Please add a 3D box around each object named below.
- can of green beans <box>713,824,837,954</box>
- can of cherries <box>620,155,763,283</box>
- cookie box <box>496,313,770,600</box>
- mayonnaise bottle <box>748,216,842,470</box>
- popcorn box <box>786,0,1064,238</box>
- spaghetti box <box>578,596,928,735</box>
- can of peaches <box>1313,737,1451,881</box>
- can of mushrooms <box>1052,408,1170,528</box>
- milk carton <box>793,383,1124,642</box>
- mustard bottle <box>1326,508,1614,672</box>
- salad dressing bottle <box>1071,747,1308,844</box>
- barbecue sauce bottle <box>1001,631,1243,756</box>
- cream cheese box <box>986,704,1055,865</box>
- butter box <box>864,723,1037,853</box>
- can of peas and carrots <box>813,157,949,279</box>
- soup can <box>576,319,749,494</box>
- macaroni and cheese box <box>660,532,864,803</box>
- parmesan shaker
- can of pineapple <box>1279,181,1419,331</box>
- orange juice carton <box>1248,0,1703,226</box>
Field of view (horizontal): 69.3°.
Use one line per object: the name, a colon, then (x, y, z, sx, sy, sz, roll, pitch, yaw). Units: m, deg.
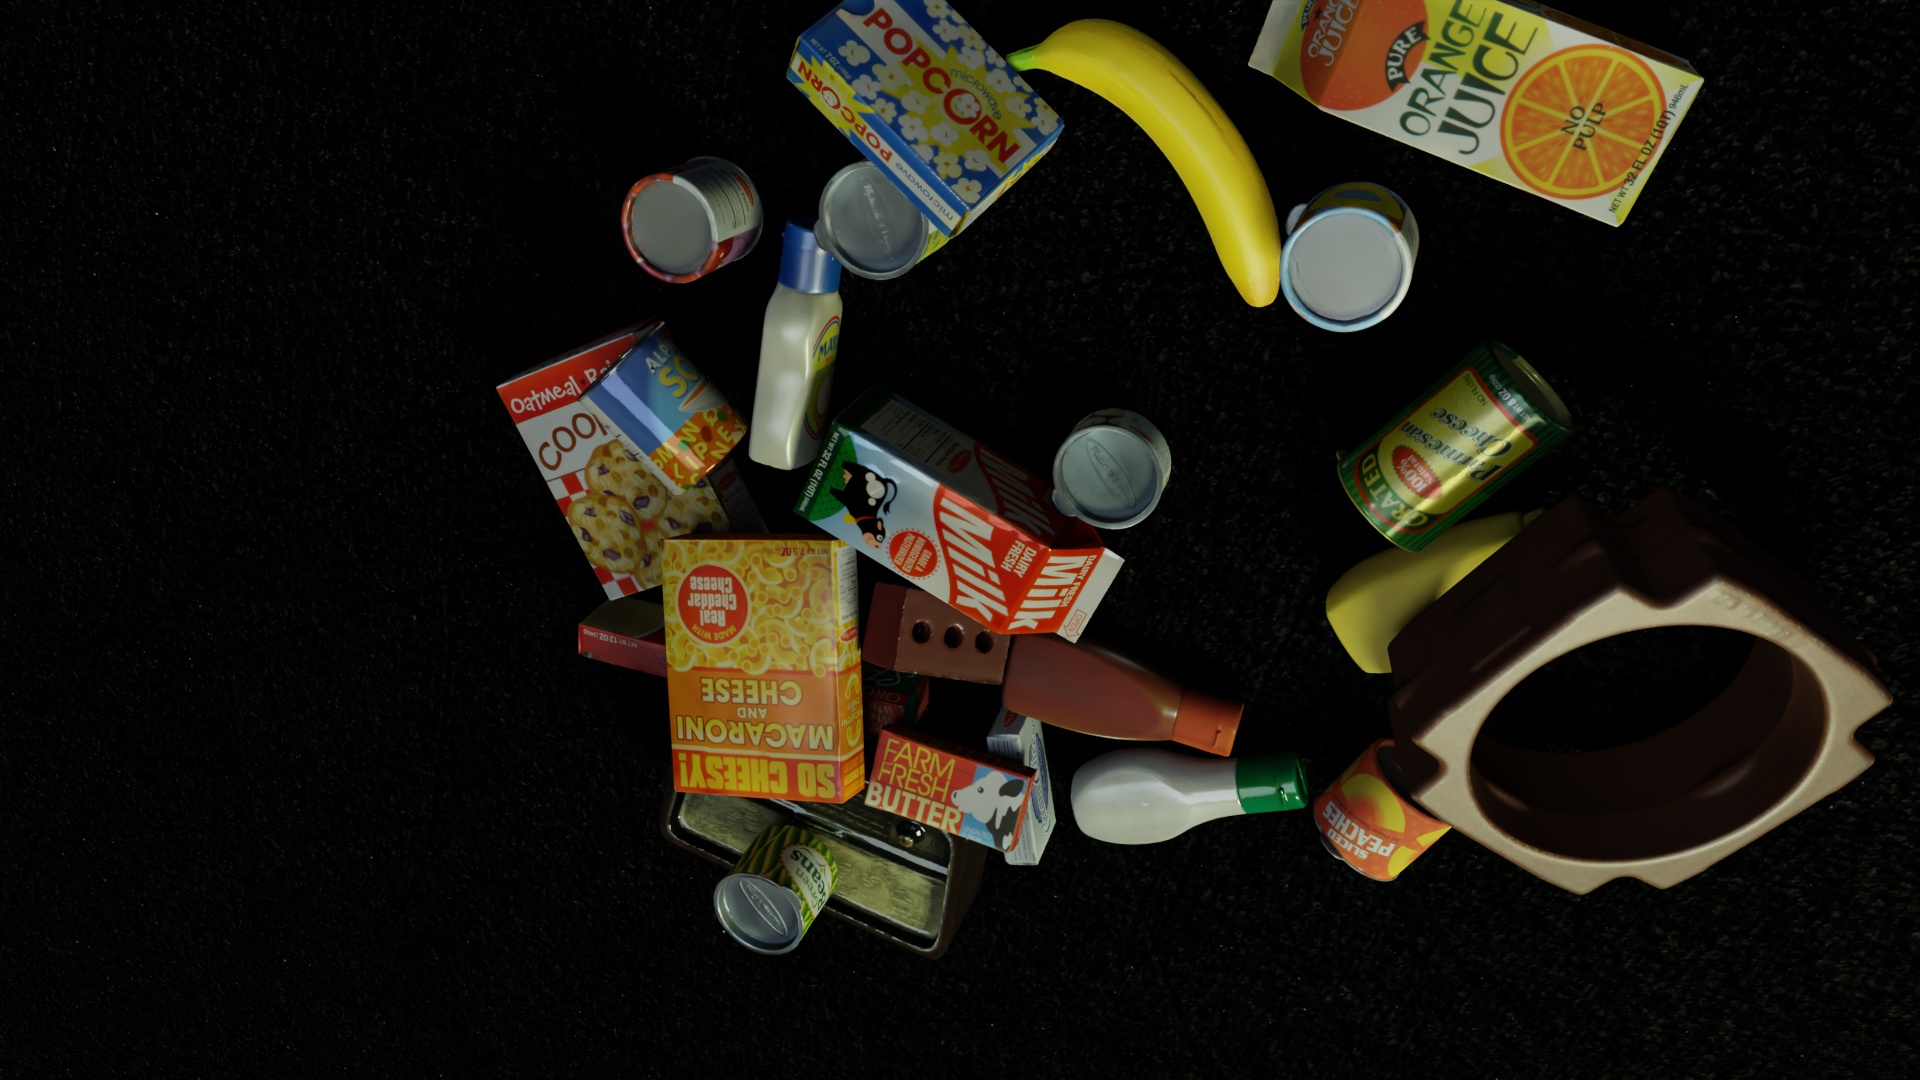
can of green beans: (-0.124, 0.236, 0.942, 0.071, 0.058, 0.071, 9, 116, 18)
can of cherries: (-0.163, -0.192, 0.838, 0.071, 0.059, 0.071, 8, 117, 17)
cookie box: (-0.220, -0.053, 0.937, 0.123, 0.040, 0.167, -16, 108, 26)
mayonnaise bottle: (-0.097, -0.120, 0.846, 0.041, 0.065, 0.147, 17, 115, 12)
popcorn box: (-0.018, -0.236, 0.743, 0.126, 0.085, 0.038, 45, 156, -4)
spaghetti box: (-0.145, 0.086, 0.969, 0.250, 0.050, 0.028, 12, 119, 15)
can of peaches: (0.257, 0.162, 0.840, 0.071, 0.071, 0.057, 36, 121, 1)
can of mushrooms: (0.089, -0.042, 0.828, 0.071, 0.033, 0.070, 8, 117, 16)
milk carton: (0.003, -0.011, 0.852, 0.191, 0.074, 0.072, 30, 121, 5)
mustard bottle: (0.287, 0.020, 0.773, 0.160, 0.049, 0.065, -27, 106, 28)
salad dressing bottle: (0.147, 0.162, 0.898, 0.147, 0.044, 0.064, -10, 110, 24)
barbecue sauce bottle: (0.103, 0.098, 0.884, 0.148, 0.044, 0.064, 16, 115, 12)
cream cheese box: (0.041, 0.160, 0.931, 0.024, 0.053, 0.103, -1, 114, 19)
butter box: (-0.007, 0.158, 0.892, 0.103, 0.024, 0.053, 16, 99, 12)
can of peas and carrots: (-0.041, -0.188, 0.793, 0.071, 0.059, 0.070, 9, 117, 18)
soup can: (-0.179, -0.081, 0.852, 0.071, 0.072, 0.083, -34, 109, 30)
macaroni and cheese box: (-0.126, 0.079, 0.893, 0.124, 0.040, 0.166, 1, 97, 19)
parmesan shaker: (0.260, -0.052, 0.739, 0.071, 0.071, 0.102, 43, 121, -3)
can of pineapple: (0.200, -0.148, 0.720, 0.071, 0.058, 0.070, 9, 117, 17)
orange juice carton: (0.238, -0.225, 0.660, 0.193, 0.073, 0.071, 25, 121, 9)
